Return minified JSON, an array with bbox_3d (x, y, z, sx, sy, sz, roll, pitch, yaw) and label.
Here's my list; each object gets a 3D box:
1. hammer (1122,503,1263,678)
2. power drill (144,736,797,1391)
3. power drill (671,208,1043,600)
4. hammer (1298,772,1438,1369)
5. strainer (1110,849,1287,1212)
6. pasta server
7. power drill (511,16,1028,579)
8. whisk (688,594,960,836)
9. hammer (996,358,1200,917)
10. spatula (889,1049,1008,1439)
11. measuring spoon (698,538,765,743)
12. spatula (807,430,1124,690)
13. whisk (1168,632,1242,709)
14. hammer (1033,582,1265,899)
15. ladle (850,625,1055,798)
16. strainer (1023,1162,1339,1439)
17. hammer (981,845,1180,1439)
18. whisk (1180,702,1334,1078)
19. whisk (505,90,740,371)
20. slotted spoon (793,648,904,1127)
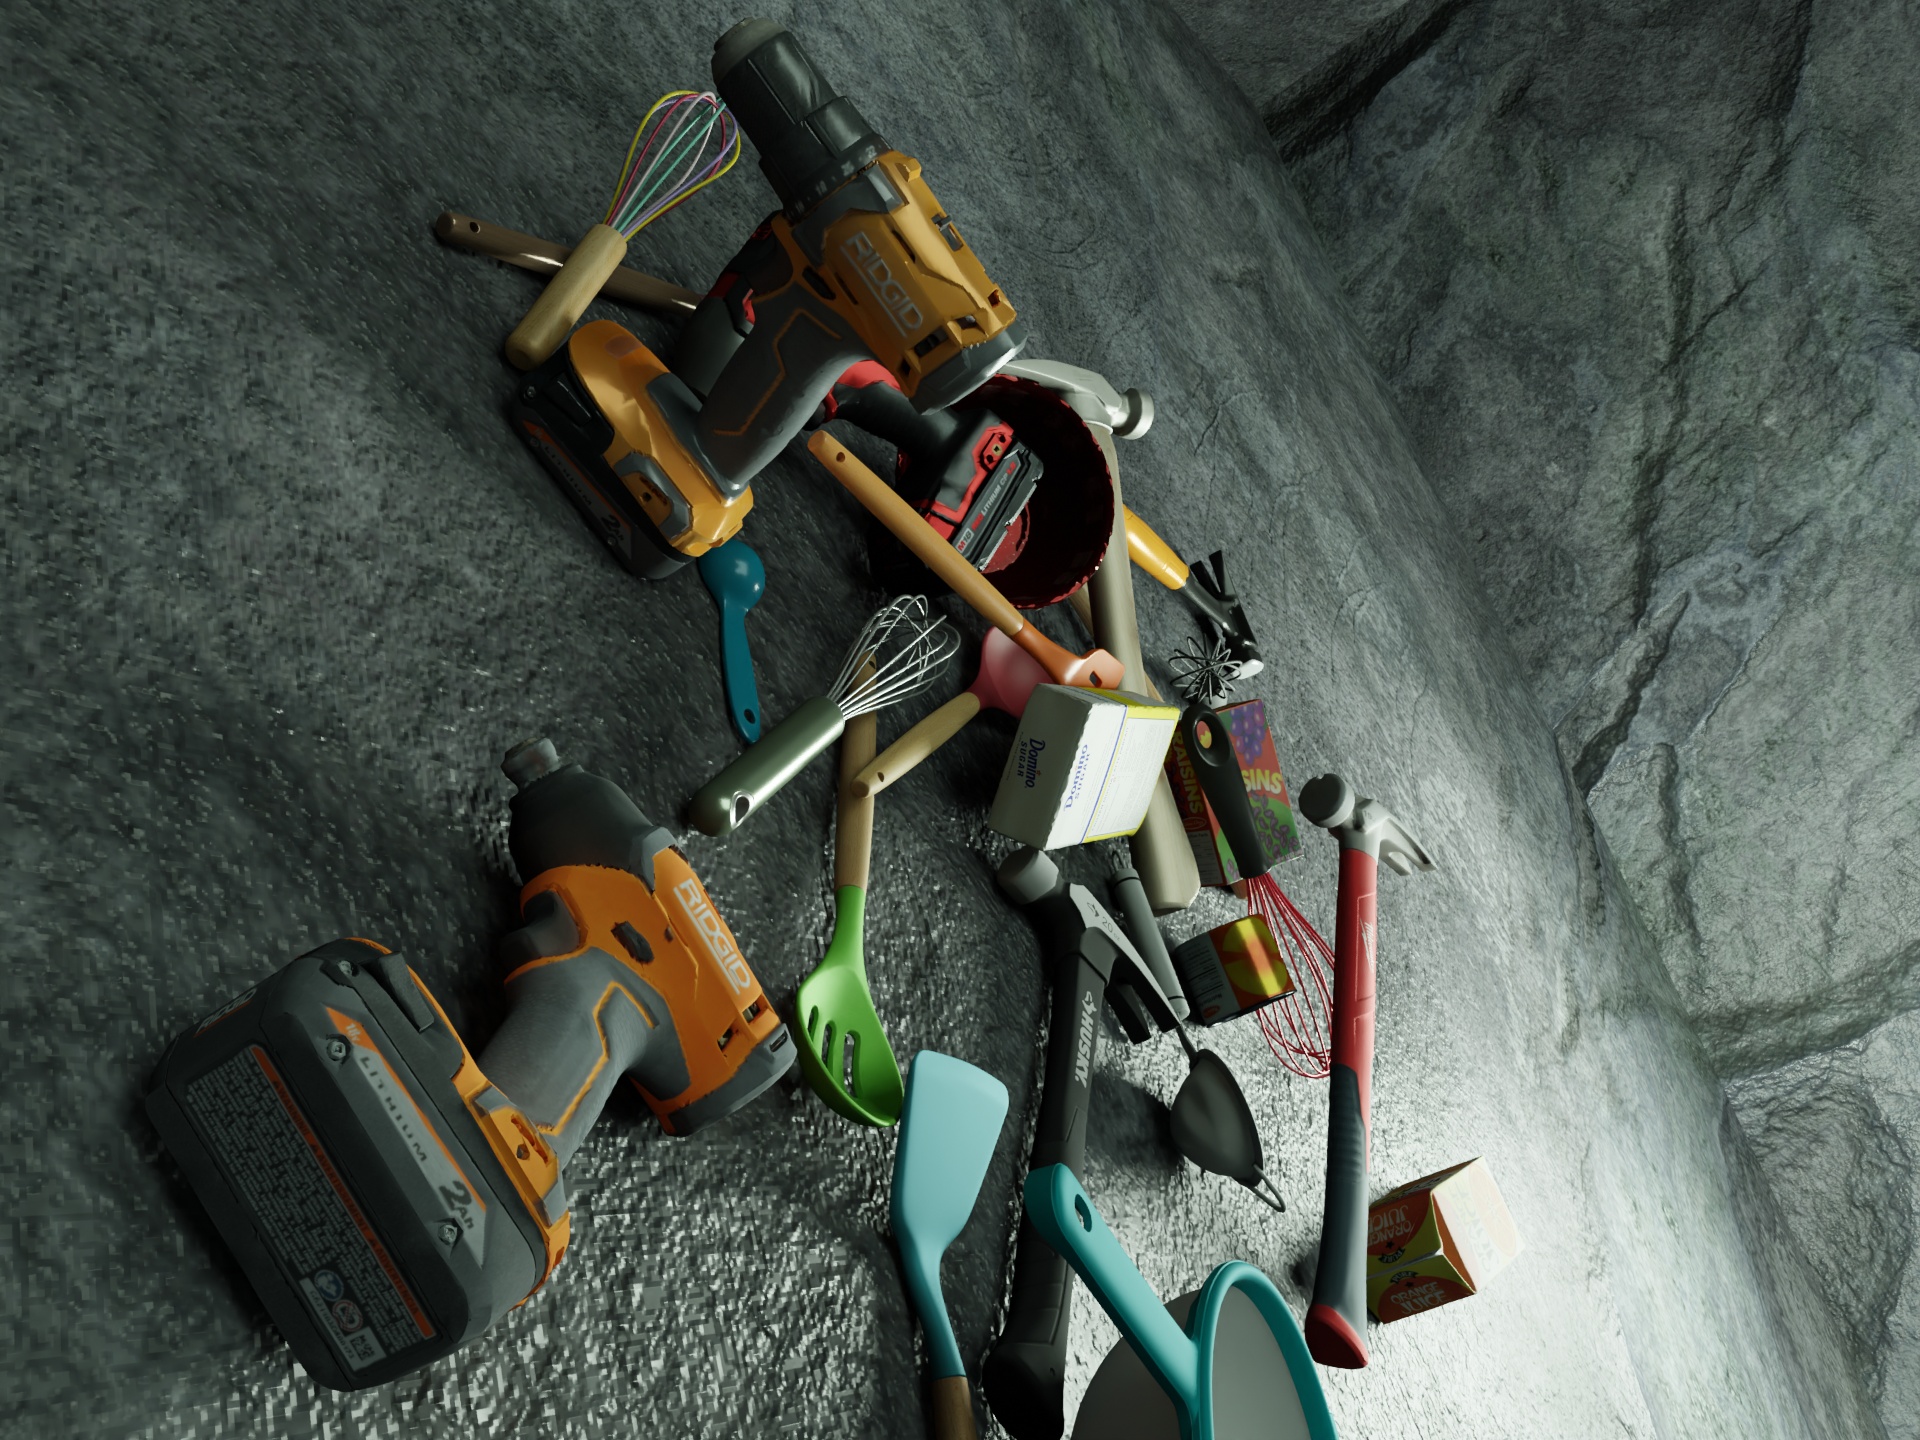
[{"bbox_3d":[0.177,-0.136,1.358,0.336,0.034,0.127,27,42,-58],"label":"hammer"},{"bbox_3d":[-0.155,0.097,0.544,0.164,0.084,0.226,59,22,-1],"label":"power drill"},{"bbox_3d":[-0.066,-0.174,0.932,0.219,0.078,0.143,42,67,-26],"label":"power drill"},{"bbox_3d":[0.272,0.234,1.072,0.143,0.038,0.387,35,52,-36],"label":"hammer"},{"bbox_3d":[0.134,0.189,0.994,0.086,0.050,0.259,97,-20,-52],"label":"strainer"},{"bbox_3d":[-0.166,-0.246,0.910,0.316,0.040,0.060,-1,80,-59],"label":"pasta server"},{"bbox_3d":[-0.107,-0.191,0.745,0.185,0.226,0.084,53,27,-13],"label":"power drill"},{"bbox_3d":[-0.067,-0.005,0.819,0.246,0.059,0.057,-45,141,-54],"label":"whisk"},{"bbox_3d":[0.103,-0.065,1.127,0.146,0.038,0.411,6,67,-36],"label":"hammer"},{"bbox_3d":[0.007,0.299,0.661,0.082,0.044,0.318,37,35,-49],"label":"spatula"},{"bbox_3d":[-0.110,-0.045,0.822,0.042,0.021,0.129,29,39,-46],"label":"measuring spoon"},{"bbox_3d":[0.011,-0.070,0.928,0.041,0.081,0.322,23,-12,46],"label":"spatula"},{"bbox_3d":[0.193,-0.027,1.251,0.055,0.055,0.239,66,6,11],"label":"whisk"},{"bbox_3d":[0.143,-0.011,1.219,0.331,0.031,0.130,60,26,-1],"label":"hammer"},{"bbox_3d":[-0.001,-0.003,0.942,0.069,0.031,0.315,62,23,-4],"label":"ladle"},{"bbox_3d":[0.076,0.308,0.676,0.340,0.095,0.211,59,25,-28],"label":"strainer"},{"bbox_3d":[0.056,0.219,0.836,0.146,0.035,0.335,48,29,-22],"label":"hammer"},{"bbox_3d":[0.214,0.124,1.121,0.295,0.073,0.073,68,25,-12],"label":"whisk"},{"bbox_3d":[-0.175,-0.267,0.848,0.047,0.051,0.245,55,42,-37],"label":"whisk"},{"bbox_3d":[-0.054,0.070,0.804,0.070,0.031,0.314,42,30,-32],"label":"slotted spoon"}]
